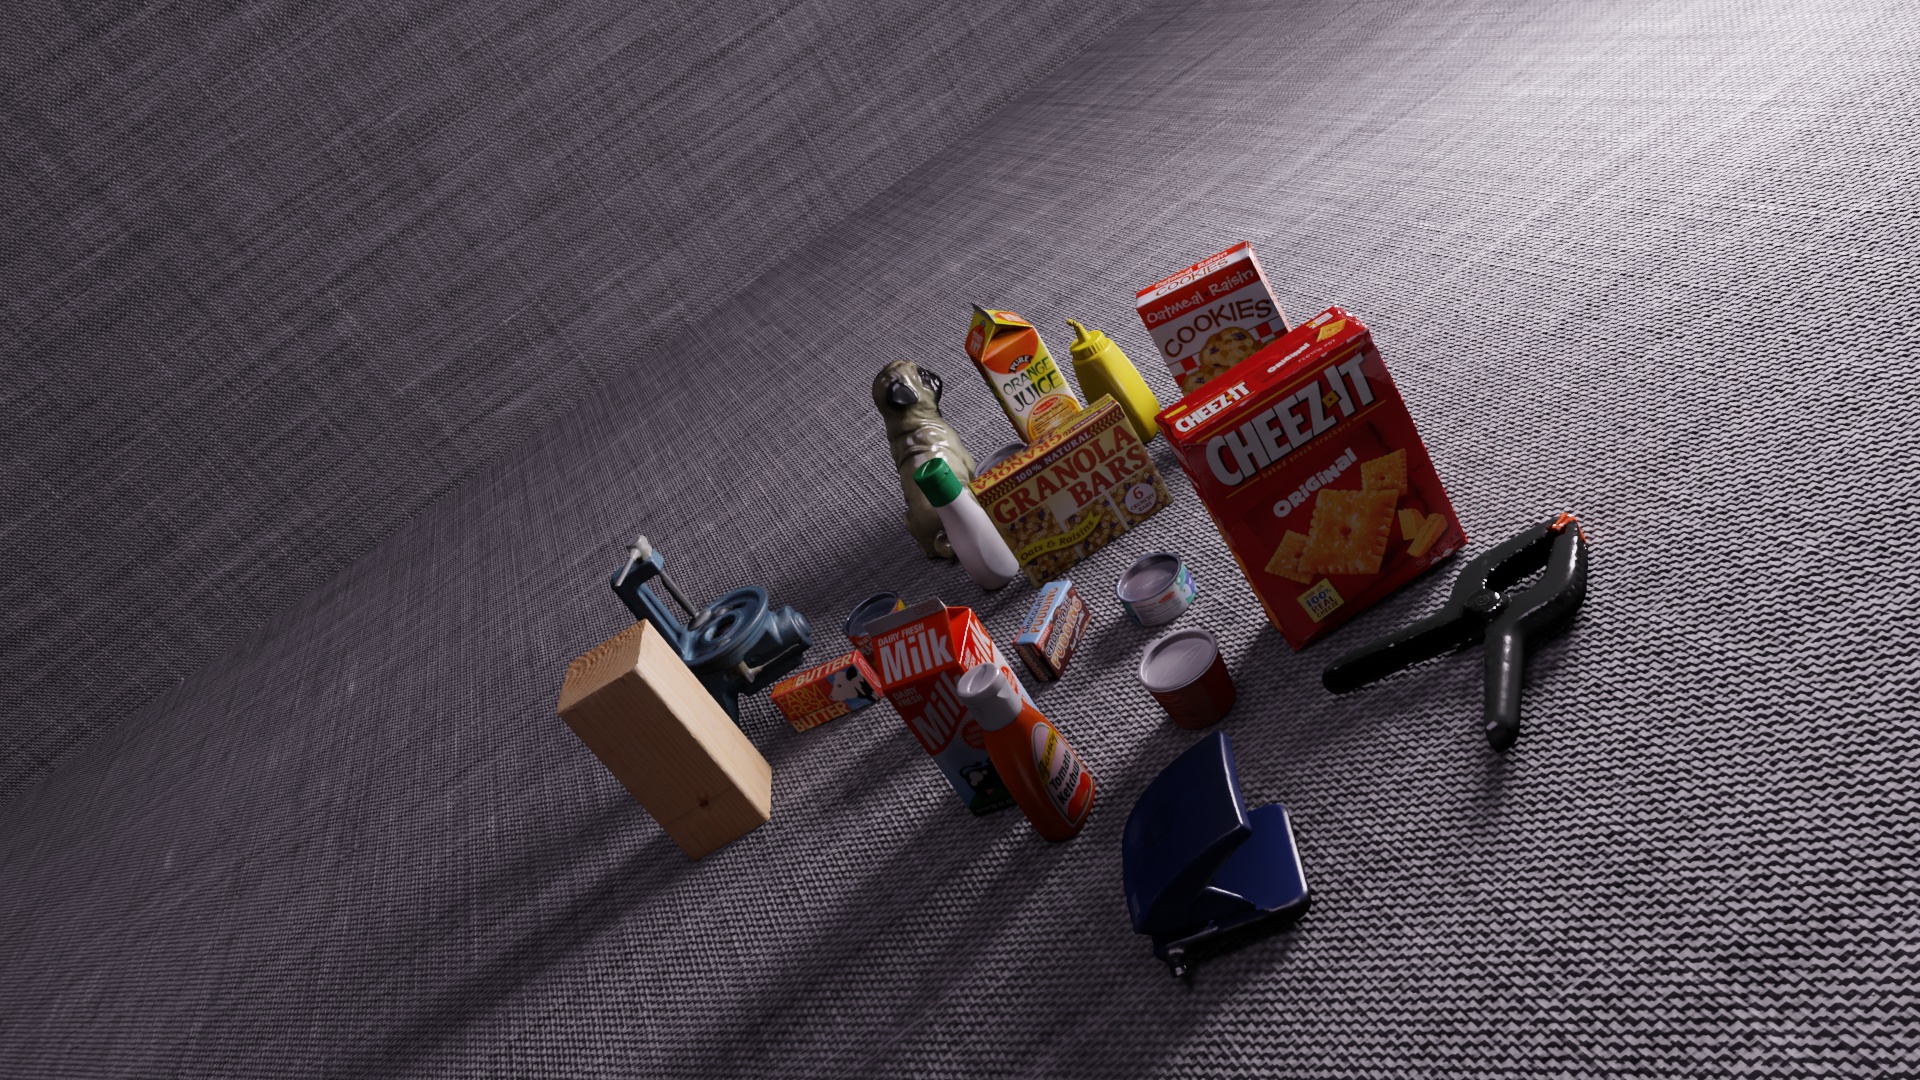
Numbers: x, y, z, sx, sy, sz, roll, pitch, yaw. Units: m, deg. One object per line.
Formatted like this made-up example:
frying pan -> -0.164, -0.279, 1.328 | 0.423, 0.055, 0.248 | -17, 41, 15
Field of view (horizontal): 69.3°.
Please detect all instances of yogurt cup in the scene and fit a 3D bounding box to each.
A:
yogurt cup -> 0.180, 0.111, 1.090 | 0.072, 0.053, 0.073 | -27, 27, 15

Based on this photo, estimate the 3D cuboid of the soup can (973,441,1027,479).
soup can -> 0.062, -0.051, 1.469 | 0.071, 0.083, 0.072 | -27, 27, 15

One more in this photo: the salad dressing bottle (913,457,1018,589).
salad dressing bottle -> 0.005, -0.018, 1.404 | 0.044, 0.147, 0.064 | -17, 30, 31

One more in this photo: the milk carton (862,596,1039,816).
milk carton -> 0.000, 0.125, 1.115 | 0.072, 0.190, 0.074 | -23, 28, 22

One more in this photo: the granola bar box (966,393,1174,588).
granola bar box -> 0.109, -0.047, 1.363 | 0.165, 0.124, 0.039 | -33, 26, 1

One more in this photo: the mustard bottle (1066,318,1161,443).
mustard bottle -> 0.158, -0.175, 1.486 | 0.065, 0.159, 0.049 | -6, 37, 45

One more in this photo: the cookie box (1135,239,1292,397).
cookie box -> 0.267, -0.200, 1.396 | 0.123, 0.167, 0.040 | -23, 28, 21

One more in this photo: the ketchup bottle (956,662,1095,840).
ketchup bottle -> 0.048, 0.157, 1.053 | 0.043, 0.148, 0.065 | -13, 33, 37

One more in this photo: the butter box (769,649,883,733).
butter box -> -0.133, 0.151, 1.380 | 0.103, 0.053, 0.024 | -24, 27, 19

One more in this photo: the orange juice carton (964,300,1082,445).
orange juice carton -> 0.069, -0.186, 1.570 | 0.073, 0.192, 0.072 | -34, 26, -1

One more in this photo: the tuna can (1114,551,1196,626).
tuna can -> 0.174, 0.042, 1.239 | 0.071, 0.032, 0.071 | -26, 27, 15

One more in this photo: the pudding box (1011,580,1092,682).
pudding box -> 0.083, 0.081, 1.257 | 0.030, 0.049, 0.084 | -10, 34, 40

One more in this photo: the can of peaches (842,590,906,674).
can of peaches -> -0.077, 0.095, 1.406 | 0.071, 0.058, 0.071 | -27, 27, 15
